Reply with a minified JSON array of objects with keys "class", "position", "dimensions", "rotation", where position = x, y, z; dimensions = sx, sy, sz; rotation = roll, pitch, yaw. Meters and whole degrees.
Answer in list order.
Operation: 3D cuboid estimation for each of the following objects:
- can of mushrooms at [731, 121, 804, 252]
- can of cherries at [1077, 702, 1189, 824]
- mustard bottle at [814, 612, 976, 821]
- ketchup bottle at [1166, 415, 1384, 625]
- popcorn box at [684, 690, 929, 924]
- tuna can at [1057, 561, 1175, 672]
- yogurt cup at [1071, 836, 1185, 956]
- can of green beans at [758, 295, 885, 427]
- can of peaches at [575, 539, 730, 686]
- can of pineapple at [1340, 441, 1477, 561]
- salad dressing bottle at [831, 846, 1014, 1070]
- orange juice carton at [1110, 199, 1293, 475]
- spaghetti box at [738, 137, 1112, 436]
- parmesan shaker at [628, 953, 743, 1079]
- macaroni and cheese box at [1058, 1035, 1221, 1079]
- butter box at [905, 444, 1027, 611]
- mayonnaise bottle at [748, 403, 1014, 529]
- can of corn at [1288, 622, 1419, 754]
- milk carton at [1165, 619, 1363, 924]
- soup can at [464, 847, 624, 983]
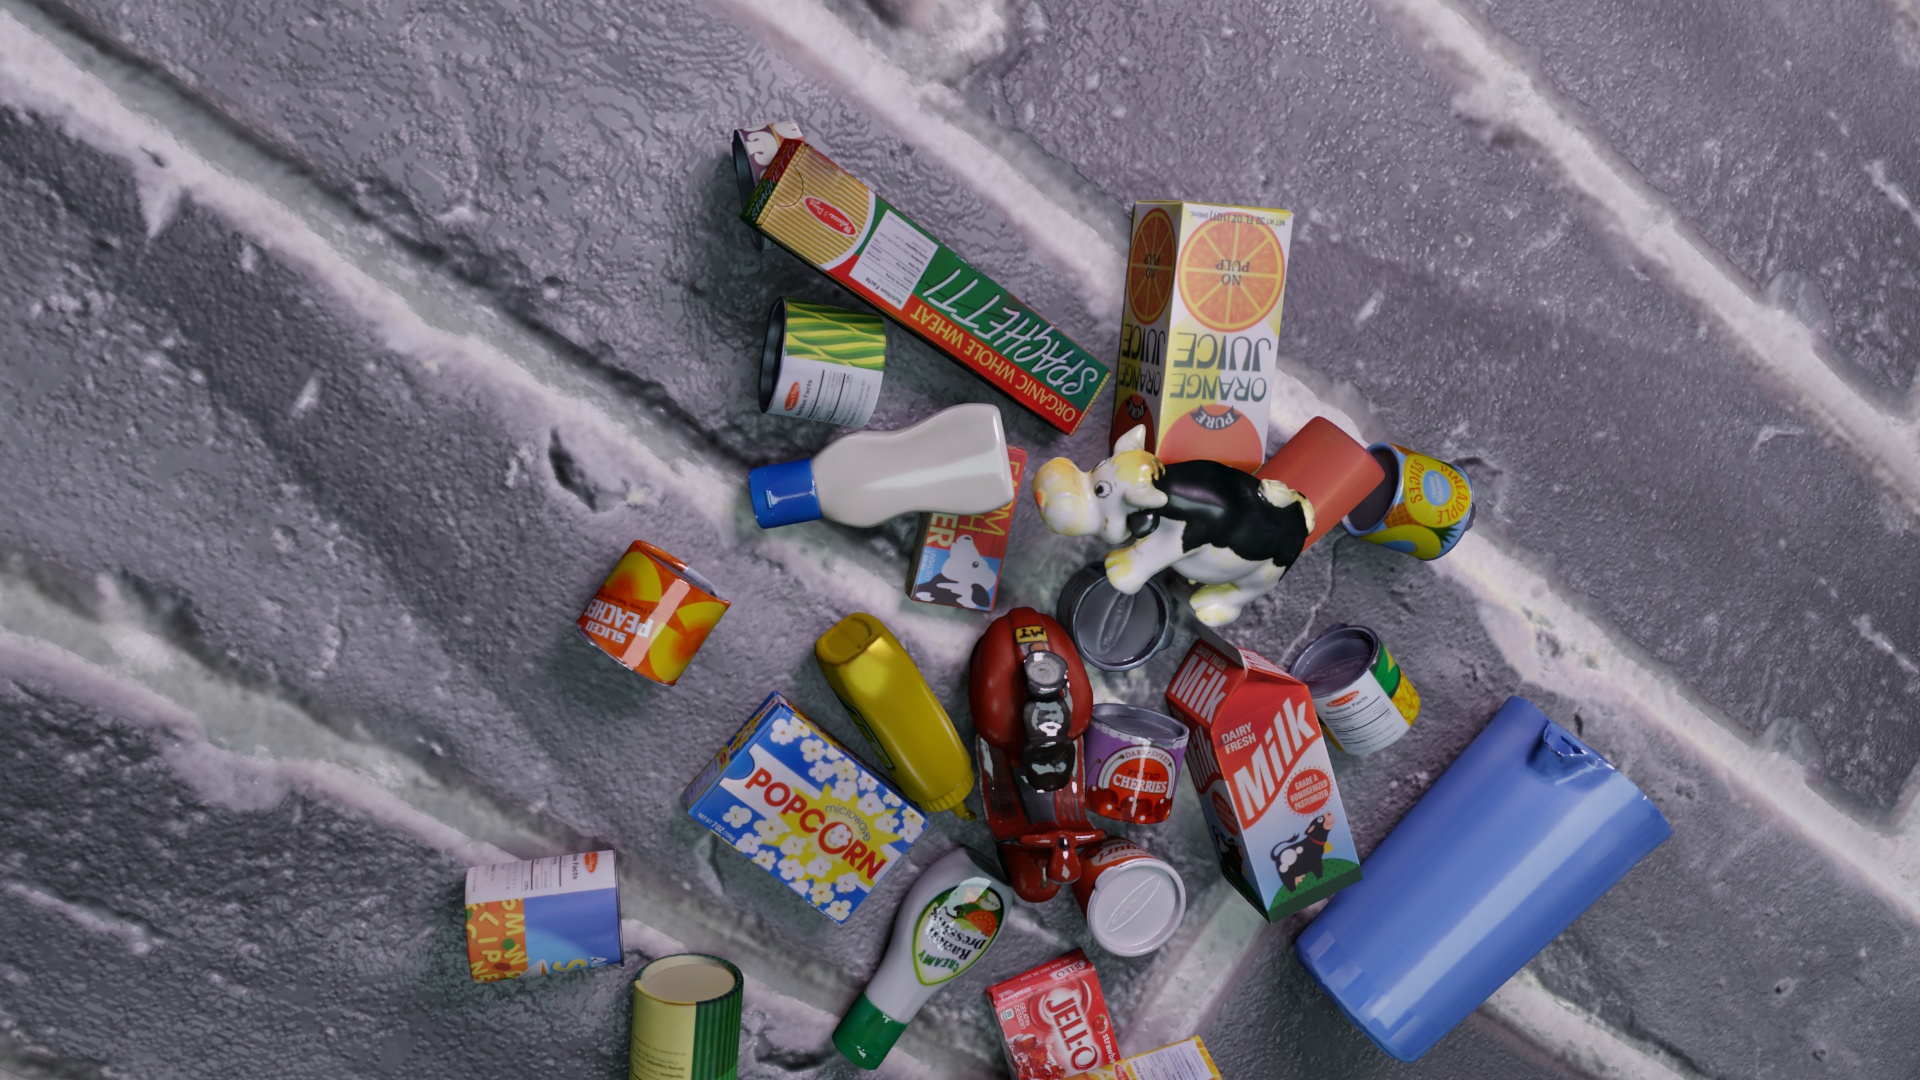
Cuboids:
[{"class":"can of mushrooms","position":[-0.102,-0.195,0.757],"dimensions":[0.033,0.071,0.071],"rotation":[-14,105,-13]},{"class":"can of cherries","position":[0.108,0.142,0.885],"dimensions":[0.071,0.071,0.058],"rotation":[8,100,-18]},{"class":"mustard bottle","position":[-0.030,0.118,0.846],"dimensions":[0.049,0.065,0.159],"rotation":[-36,114,-12]},{"class":"ketchup bottle","position":[0.196,-0.010,0.886],"dimensions":[0.148,0.065,0.043],"rotation":[-45,126,6]},{"class":"popcorn box","position":[-0.093,0.164,0.850],"dimensions":[0.126,0.038,0.085],"rotation":[42,89,-20]},{"class":"tuna can","position":[0.099,0.048,0.883],"dimensions":[0.071,0.033,0.071],"rotation":[-4,103,-15]},{"class":"yogurt cup","position":[0.107,0.230,0.913],"dimensions":[0.072,0.054,0.072],"rotation":[-4,103,-15]},{"class":"can of green beans","position":[-0.078,-0.100,0.782],"dimensions":[0.058,0.071,0.071],"rotation":[8,100,-18]},{"class":"can of peaches","position":[-0.174,0.040,0.783],"dimensions":[0.071,0.071,0.058],"rotation":[35,90,-20]},{"class":"can of pineapple","position":[0.290,-0.026,0.903],"dimensions":[0.058,0.071,0.071],"rotation":[16,97,-19]},{"class":"salad dressing bottle","position":[-0.025,0.268,0.888],"dimensions":[0.064,0.044,0.147],"rotation":[35,91,-20]},{"class":"orange juice carton","position":[0.142,-0.106,0.841],"dimensions":[0.072,0.073,0.192],"rotation":[1,102,-17]},{"class":"spaghetti box","position":[-0.011,-0.134,0.776],"dimensions":[0.250,0.029,0.050],"rotation":[29,93,-38]},{"class":"parmesan shaker","position":[-0.165,0.313,0.844],"dimensions":[0.071,0.071,0.103],"rotation":[3,100,-17]},{"class":"macaroni and cheese box","position":[0.090,0.409,0.934],"dimensions":[0.167,0.040,0.123],"rotation":[-12,125,-13]},{"class":"butter box","position":[0.003,-0.011,0.847],"dimensions":[0.053,0.024,0.103],"rotation":[10,99,-17]},{"class":"mayonnaise bottle","position":[-0.046,-0.037,0.803],"dimensions":[0.148,0.041,0.064],"rotation":[-10,96,1]},{"class":"can of corn","position":[0.263,0.098,0.926],"dimensions":[0.071,0.071,0.058],"rotation":[-41,110,-4]},{"class":"milk carton","position":[0.194,0.144,0.910],"dimensions":[0.073,0.072,0.190],"rotation":[-23,107,-10]},{"class":"soup can","position":[-0.239,0.220,0.804],"dimensions":[0.084,0.071,0.071],"rotation":[-4,103,-15]}]
